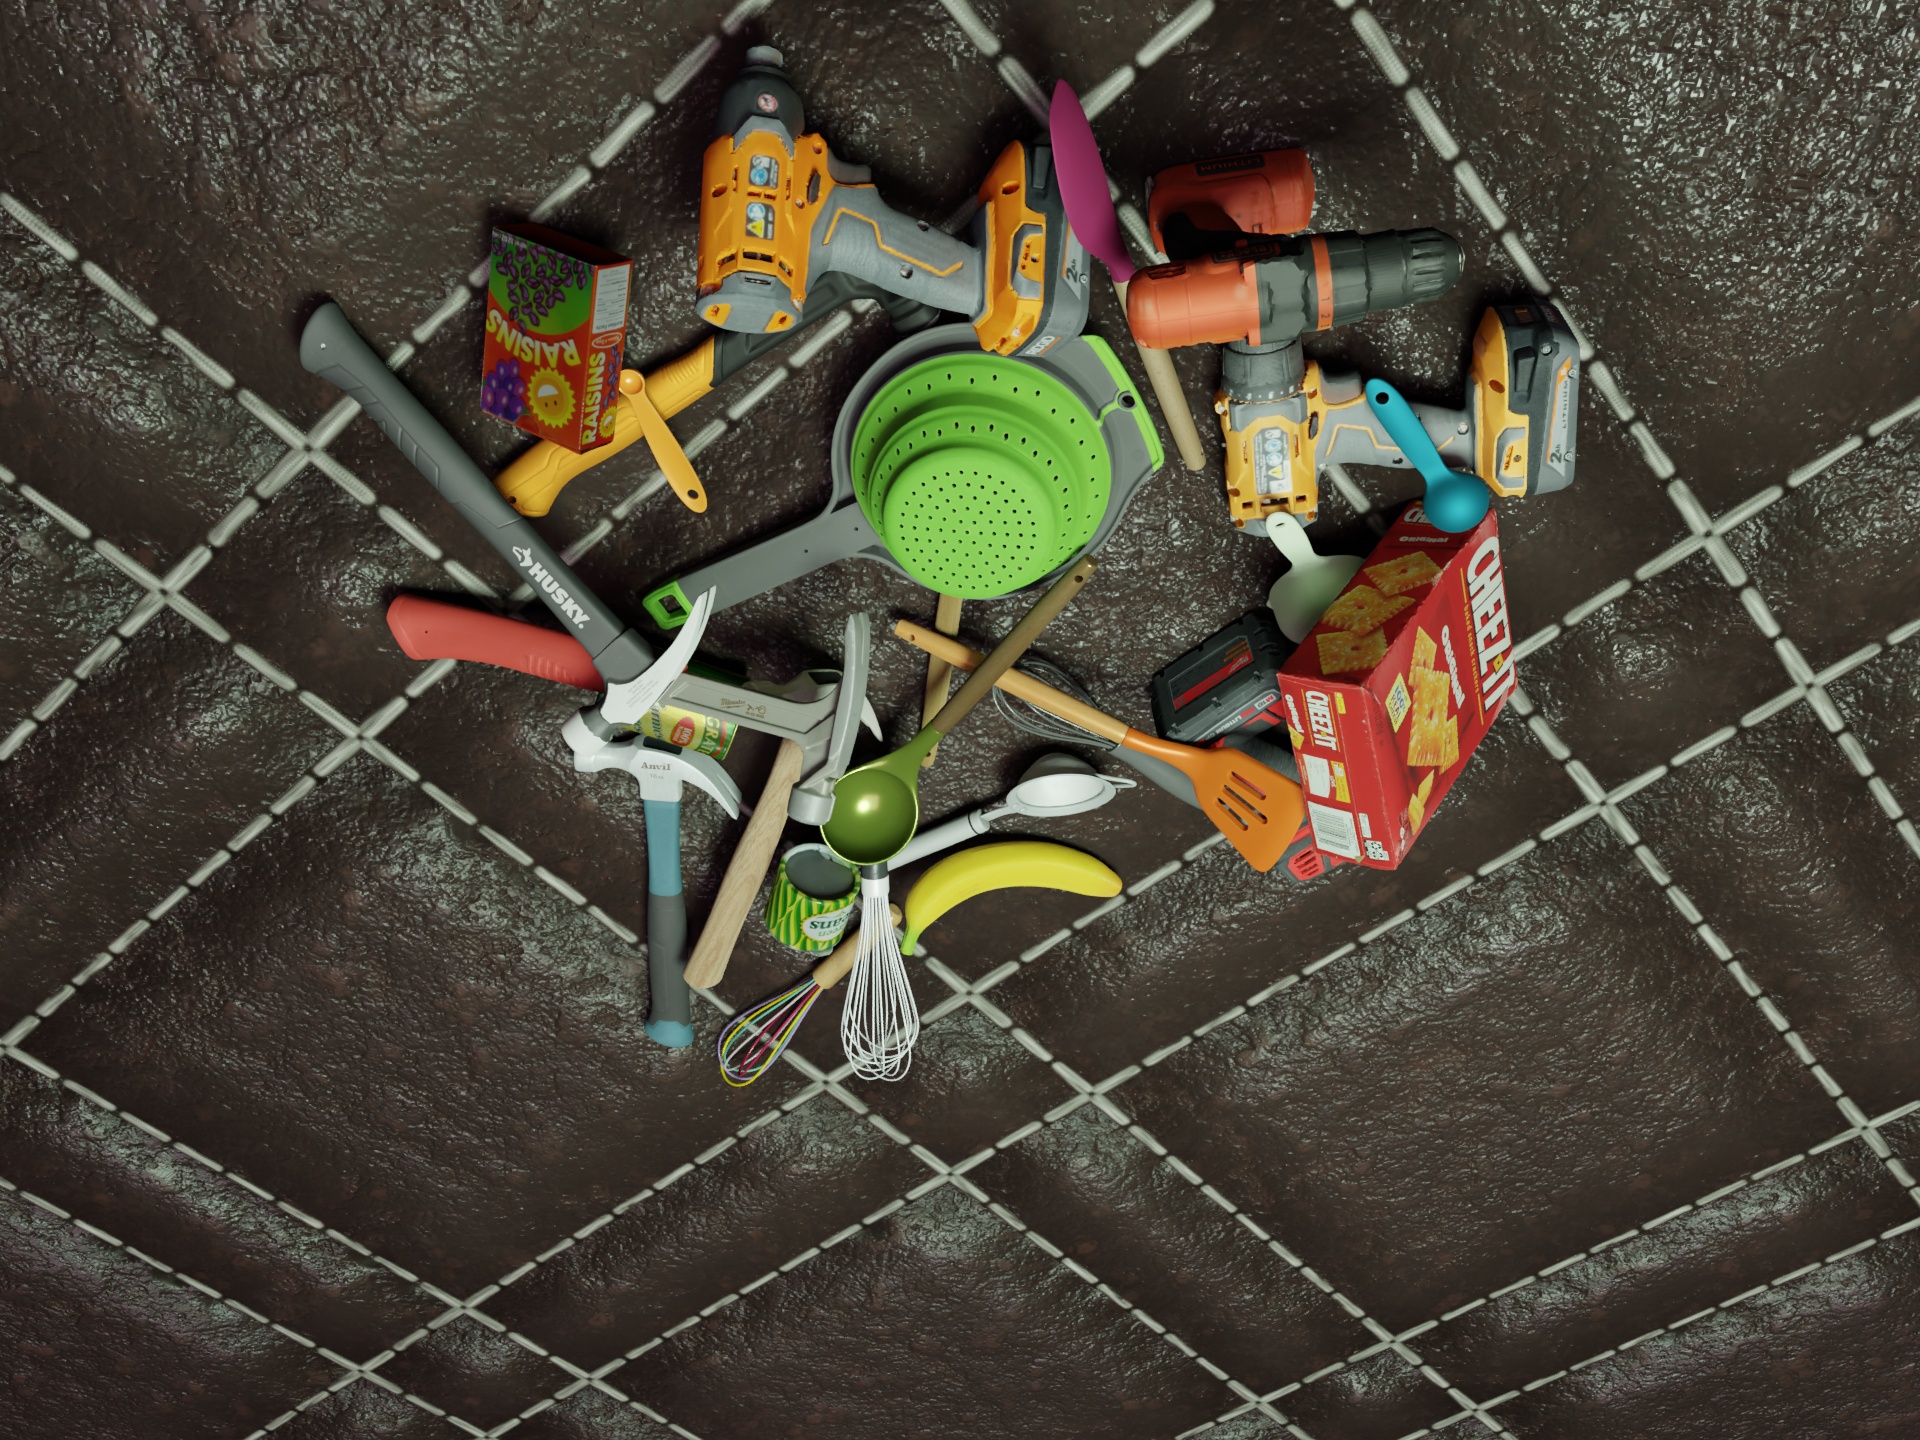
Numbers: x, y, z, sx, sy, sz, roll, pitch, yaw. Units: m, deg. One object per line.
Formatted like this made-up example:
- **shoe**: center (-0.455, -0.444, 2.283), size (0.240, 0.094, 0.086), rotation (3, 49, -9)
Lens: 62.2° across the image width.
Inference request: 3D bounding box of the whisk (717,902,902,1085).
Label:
- **whisk**: center (-0.133, 0.242, 1.393), size (0.051, 0.047, 0.245), rotation (36, 115, -22)

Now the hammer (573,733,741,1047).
- **hammer**: center (-0.248, 0.151, 1.332), size (0.128, 0.033, 0.330), rotation (4, 126, -2)

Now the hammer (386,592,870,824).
- **hammer**: center (-0.240, -0.043, 1.122), size (0.359, 0.036, 0.149), rotation (15, 101, 14)

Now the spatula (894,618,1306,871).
- **spatula**: center (0.095, 0.004, 1.150), size (0.322, 0.041, 0.081), rotation (26, 125, 5)

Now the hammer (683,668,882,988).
- **hammer**: center (-0.156, 0.092, 1.251), size (0.130, 0.031, 0.331), rotation (-8, 136, -40)

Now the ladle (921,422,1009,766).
- **ladle**: center (-0.008, -0.090, 1.167), size (0.069, 0.031, 0.315), rotation (8, 127, -1)

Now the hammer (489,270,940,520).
- **hammer**: center (-0.185, -0.234, 1.057), size (0.337, 0.034, 0.127), rotation (-28, 122, 18)

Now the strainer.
- **strainer**: center (0.021, 0.076, 1.276), size (0.258, 0.050, 0.086), rotation (-24, 149, 22)

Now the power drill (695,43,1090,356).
- **power drill**: center (-0.040, -0.304, 0.940), size (0.226, 0.084, 0.164), rotation (3, 85, -17)

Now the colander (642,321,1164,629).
- **colander**: center (-0.061, -0.122, 1.073), size (0.397, 0.095, 0.204), rotation (-20, 122, 23)

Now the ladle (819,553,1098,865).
- **ladle**: center (-0.002, -0.004, 1.146), size (0.078, 0.062, 0.320), rotation (29, 127, -19)

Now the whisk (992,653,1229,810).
- **whisk**: center (0.121, 0.018, 1.233), size (0.238, 0.055, 0.055), rotation (29, 120, -24)

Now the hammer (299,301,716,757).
- **hammer**: center (-0.309, -0.142, 1.059), size (0.146, 0.035, 0.334), rotation (-40, 98, 15)

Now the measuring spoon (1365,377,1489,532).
- **measuring spoon**: center (0.296, -0.167, 1.019), size (0.042, 0.021, 0.128), rotation (-30, 117, 29)

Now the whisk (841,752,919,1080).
- **whisk**: center (-0.067, 0.163, 1.292), size (0.070, 0.070, 0.284), rotation (-1, 106, 0)

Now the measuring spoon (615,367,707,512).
- **measuring spoon**: center (-0.198, -0.188, 1.066), size (0.021, 0.011, 0.116), rotation (-12, 130, 17)

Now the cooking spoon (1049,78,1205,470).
- **cooking spoon**: center (0.109, -0.259, 0.987), size (0.017, 0.069, 0.318), rotation (-1, 150, 24)

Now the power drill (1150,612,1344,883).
- **power drill**: center (0.258, 0.026, 1.223), size (0.143, 0.079, 0.219), rotation (-34, 122, 22)

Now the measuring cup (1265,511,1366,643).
- **measuring cup**: center (0.245, -0.097, 1.108), size (0.083, 0.038, 0.167), rotation (-21, 154, 20)

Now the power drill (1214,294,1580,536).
- **power drill**: center (0.281, -0.221, 1.045), size (0.226, 0.084, 0.185), rotation (-6, 125, 10)
